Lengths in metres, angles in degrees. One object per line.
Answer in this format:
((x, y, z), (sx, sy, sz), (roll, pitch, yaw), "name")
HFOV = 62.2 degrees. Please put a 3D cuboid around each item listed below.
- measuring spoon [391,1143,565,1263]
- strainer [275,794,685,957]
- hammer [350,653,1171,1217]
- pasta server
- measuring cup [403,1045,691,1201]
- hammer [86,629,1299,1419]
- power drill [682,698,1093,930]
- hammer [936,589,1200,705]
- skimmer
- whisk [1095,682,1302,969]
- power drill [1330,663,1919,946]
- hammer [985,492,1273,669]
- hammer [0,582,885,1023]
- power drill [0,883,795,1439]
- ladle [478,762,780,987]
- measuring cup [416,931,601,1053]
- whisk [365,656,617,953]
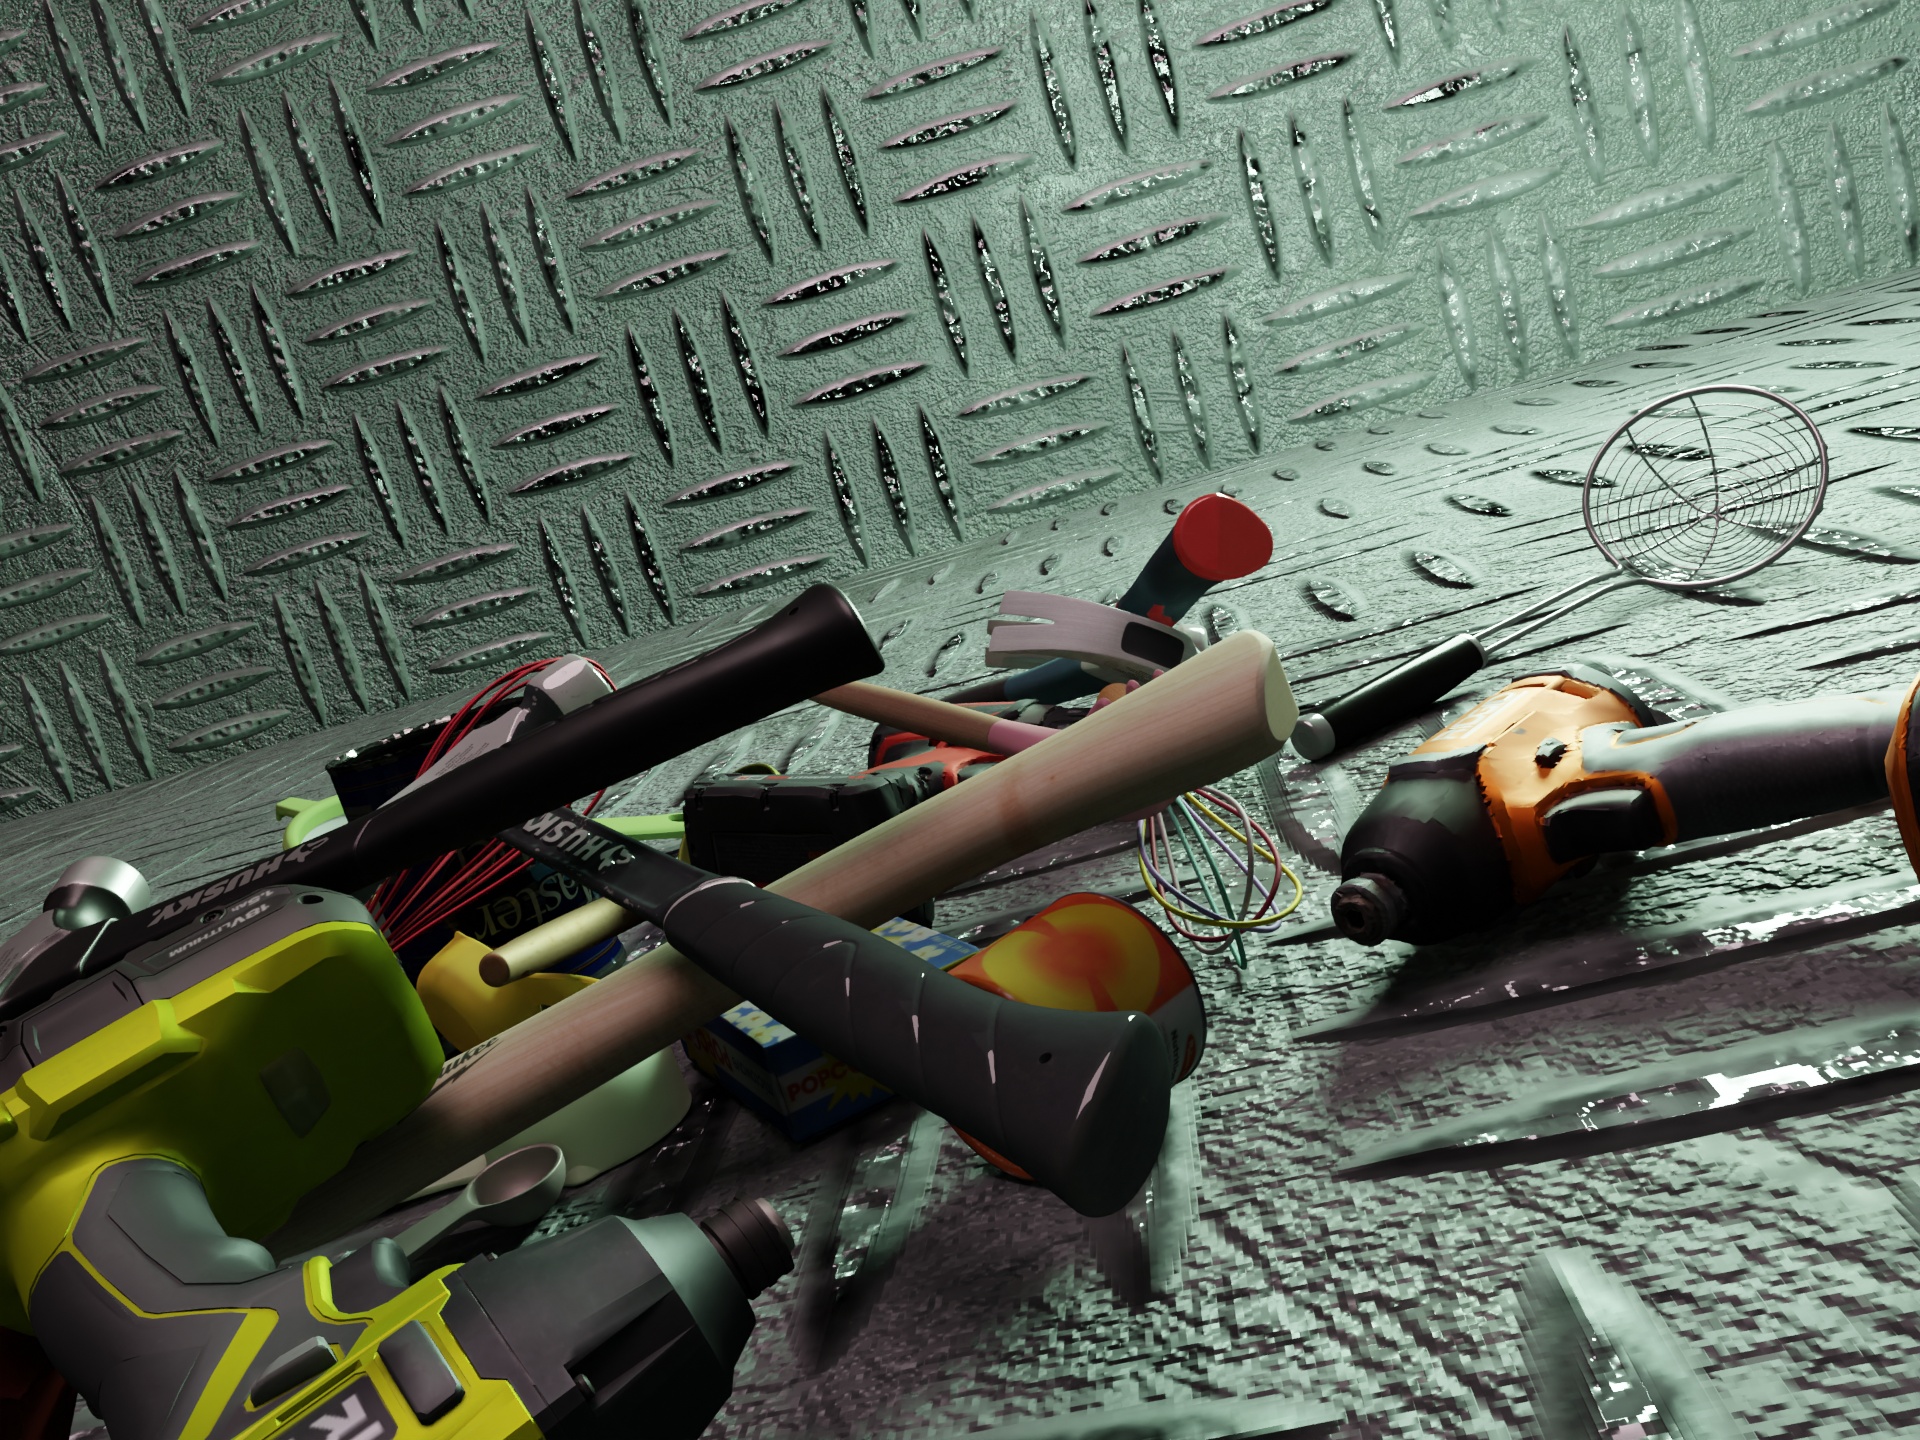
((-0.180, 0.178, 0.508), (0.124, 0.018, 0.034), (-31, 19, -29), "measuring spoon")
((-0.269, 0.093, 0.951), (0.256, 0.069, 0.152), (-2, 22, -35), "strainer")
((-0.089, 0.057, 0.484), (0.149, 0.036, 0.409), (-40, 30, -25), "hammer")
((-0.001, -0.002, 0.685), (0.060, 0.040, 0.316), (-47, 29, -17), "pasta server")
((-0.184, 0.148, 0.579), (0.167, 0.038, 0.083), (-16, 11, -4), "measuring cup")
((-0.080, 0.074, 0.521), (0.410, 0.038, 0.146), (-28, 28, -4), "hammer")
((0.000, 0.039, 0.762), (0.188, 0.080, 0.226), (-2, 13, 32), "power drill")
((0.033, -0.012, 0.907), (0.128, 0.033, 0.331), (22, -16, -18), "hammer")
((0.314, -0.082, 0.842), (0.363, 0.090, 0.127), (-25, 45, -27), "skimmer")
((0.087, 0.031, 0.642), (0.047, 0.051, 0.245), (-30, 18, 6), "whisk")
((0.228, 0.024, 0.479), (0.164, 0.084, 0.226), (-27, 10, -39), "power drill")
((0.088, -0.062, 0.859), (0.143, 0.038, 0.386), (3, -5, 0), "hammer")
((-0.180, 0.038, 0.521), (0.335, 0.035, 0.146), (-24, 28, 7), "hammer")
((-0.156, 0.129, 0.379), (0.171, 0.080, 0.223), (-32, 35, -26), "power drill")
((-0.145, 0.070, 0.736), (0.078, 0.062, 0.320), (-42, -5, 12), "ladle")
((-0.181, 0.121, 0.660), (0.156, 0.062, 0.029), (-7, 30, 49), "measuring cup")
((-0.243, 0.087, 0.667), (0.073, 0.073, 0.296), (-2, 47, 55), "whisk")
